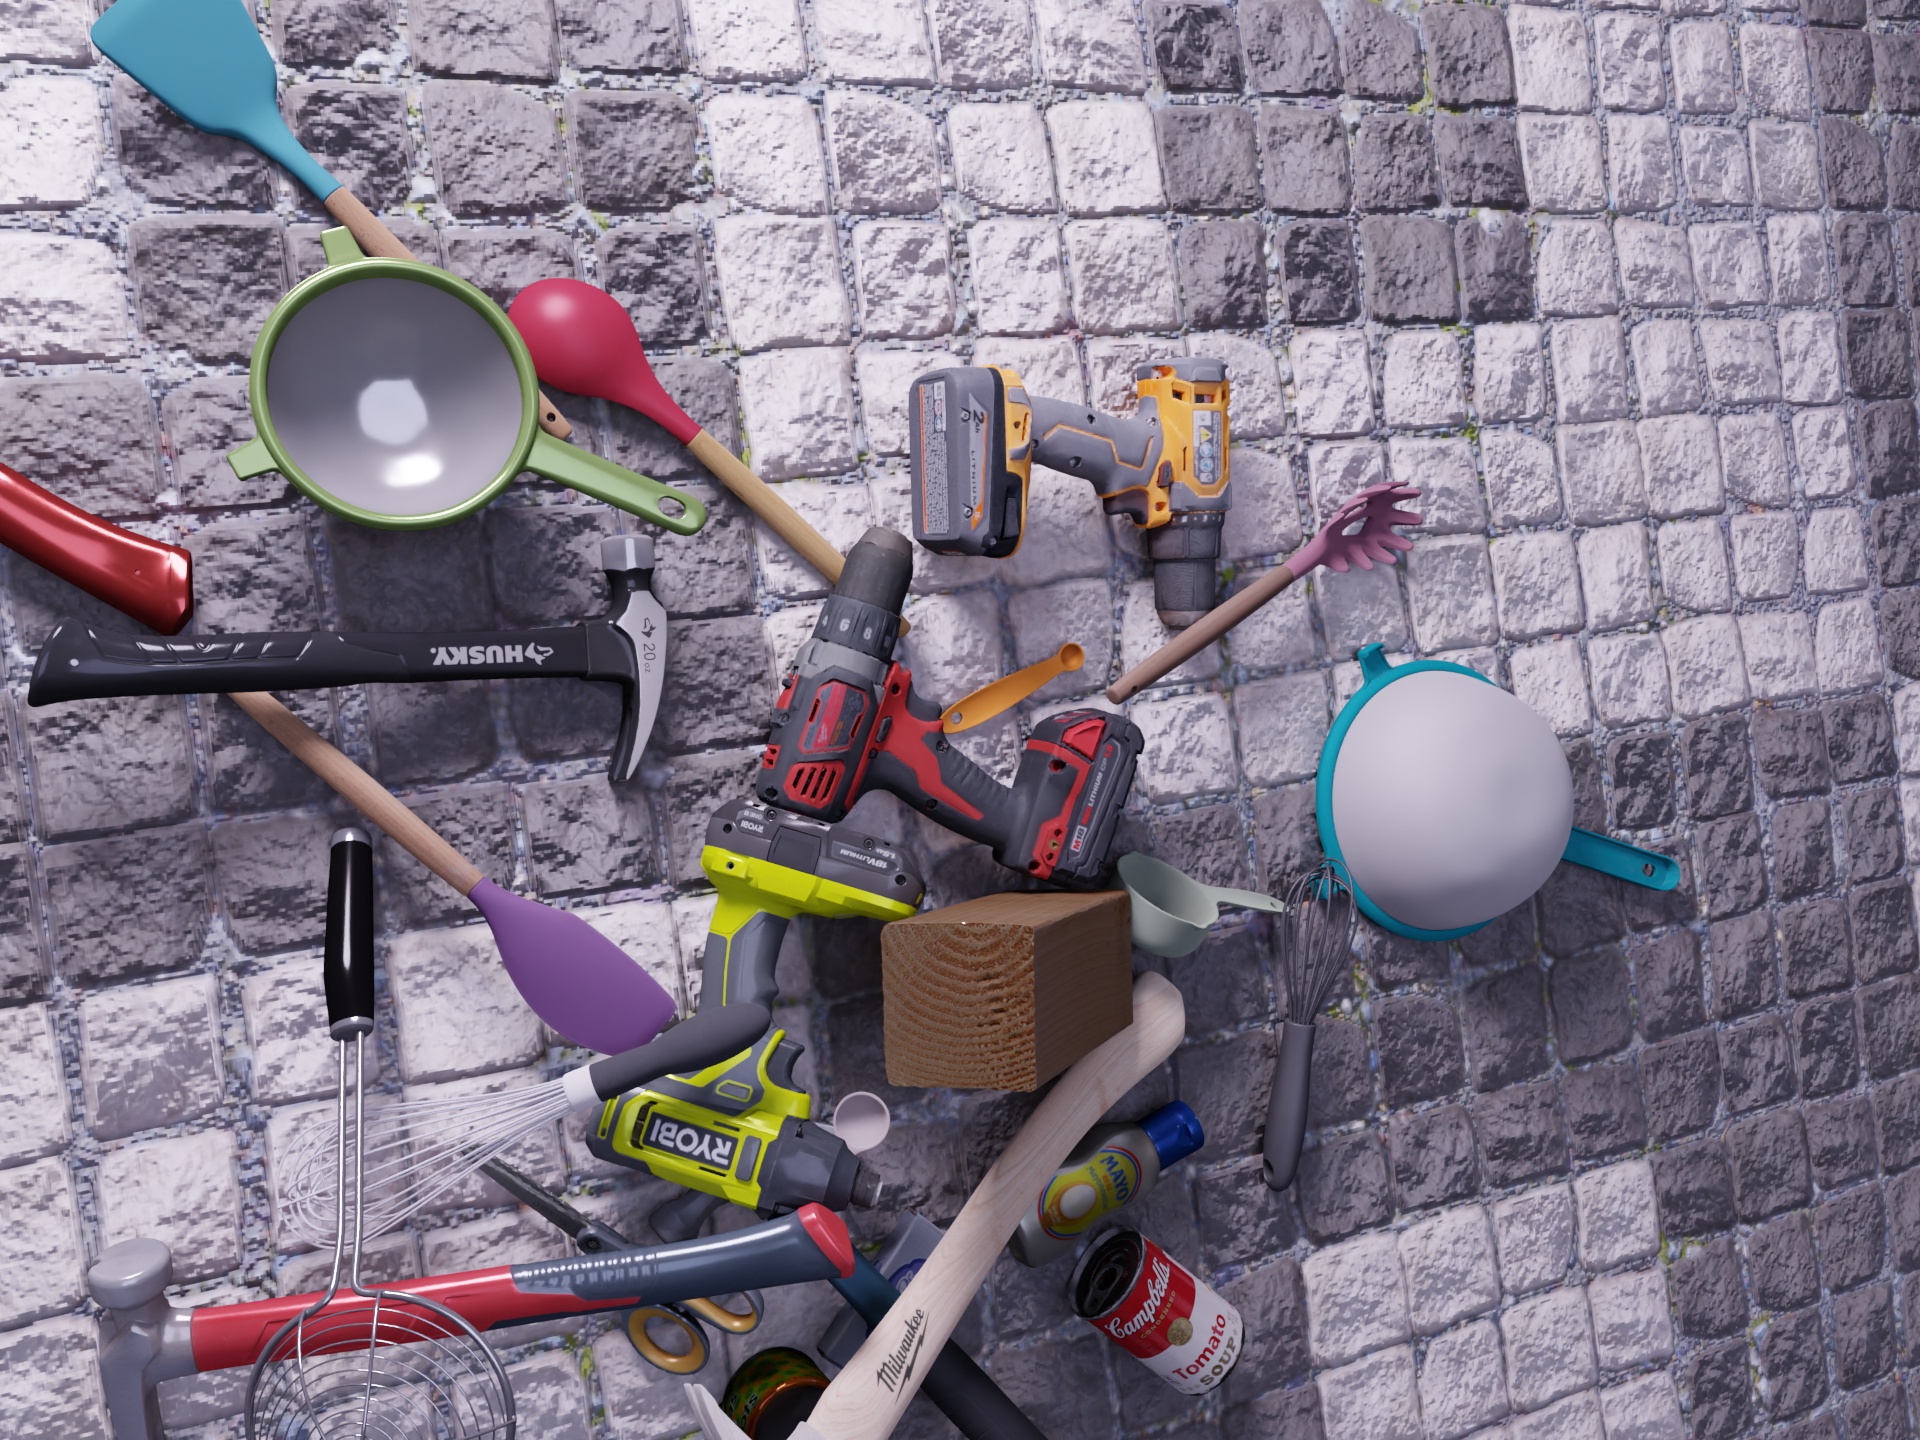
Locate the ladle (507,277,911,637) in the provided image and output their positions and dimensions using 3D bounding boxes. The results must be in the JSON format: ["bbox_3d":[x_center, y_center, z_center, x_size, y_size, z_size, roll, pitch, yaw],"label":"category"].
[{"bbox_3d":[-0.147,-0.157,0.990,0.315,0.031,0.069,42,74,-17],"label":"ladle"}]

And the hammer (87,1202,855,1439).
[{"bbox_3d":[-0.249,0.325,0.860,0.386,0.038,0.143,-4,109,-12],"label":"hammer"}]

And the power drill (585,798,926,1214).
[{"bbox_3d":[-0.105,0.172,0.941,0.171,0.080,0.223,16,81,5],"label":"power drill"}]

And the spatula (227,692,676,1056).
[{"bbox_3d":[-0.294,0.079,0.893,0.316,0.018,0.060,42,89,-5],"label":"spatula"}]

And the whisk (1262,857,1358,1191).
[{"bbox_3d":[0.241,0.214,1.115,0.055,0.055,0.239,7,93,-22],"label":"whisk"}]

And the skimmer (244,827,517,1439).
[{"bbox_3d":[-0.302,0.226,0.822,0.127,0.090,0.364,-16,55,0],"label":"skimmer"}]

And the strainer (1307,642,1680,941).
[{"bbox_3d":[0.428,0.076,1.178,0.340,0.095,0.211,17,81,-20],"label":"strainer"}]

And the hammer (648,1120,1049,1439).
[{"bbox_3d":[-0.032,0.378,0.973,0.128,0.033,0.331,-44,91,-17],"label":"hammer"}]

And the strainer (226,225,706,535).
[{"bbox_3d":[-0.272,-0.159,0.914,0.256,0.069,0.151,22,79,-21],"label":"strainer"}]

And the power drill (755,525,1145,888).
[{"bbox_3d":[-0.002,-0.003,1.011,0.226,0.080,0.188,20,86,-17],"label":"power drill"}]

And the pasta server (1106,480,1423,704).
[{"bbox_3d":[0.215,-0.088,1.100,0.316,0.040,0.060,-34,125,-32],"label":"pasta server"}]

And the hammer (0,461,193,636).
[{"bbox_3d":[-0.565,-0.146,0.810,0.359,0.037,0.149,35,75,-17],"label":"hammer"}]

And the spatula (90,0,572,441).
[{"bbox_3d":[-0.338,-0.281,0.906,0.317,0.044,0.082,46,72,-15],"label":"spatula"}]

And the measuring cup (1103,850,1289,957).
[{"bbox_3d":[0.165,0.133,1.094,0.167,0.083,0.038,12,116,-39],"label":"measuring cup"}]

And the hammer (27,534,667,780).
[{"bbox_3d":[-0.325,-0.029,0.882,0.334,0.035,0.146,-4,89,-31],"label":"hammer"}]

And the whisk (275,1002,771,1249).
[{"bbox_3d":[-0.239,0.217,0.880,0.284,0.070,0.070,-20,96,-5],"label":"whisk"}]

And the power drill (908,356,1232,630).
[{"bbox_3d":[0.083,-0.148,1.056,0.226,0.084,0.185,-5,98,-27],"label":"power drill"}]

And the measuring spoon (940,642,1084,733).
[{"bbox_3d":[0.033,-0.021,1.067,0.117,0.011,0.021,-28,102,-17],"label":"measuring spoon"}]

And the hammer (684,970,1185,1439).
[{"bbox_3d":[0.012,0.299,0.973,0.146,0.038,0.411,46,56,-4],"label":"hammer"}]

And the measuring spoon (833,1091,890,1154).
[{"bbox_3d":[-0.082,0.281,0.957,0.034,0.018,0.124,30,81,8],"label":"measuring spoon"}]
